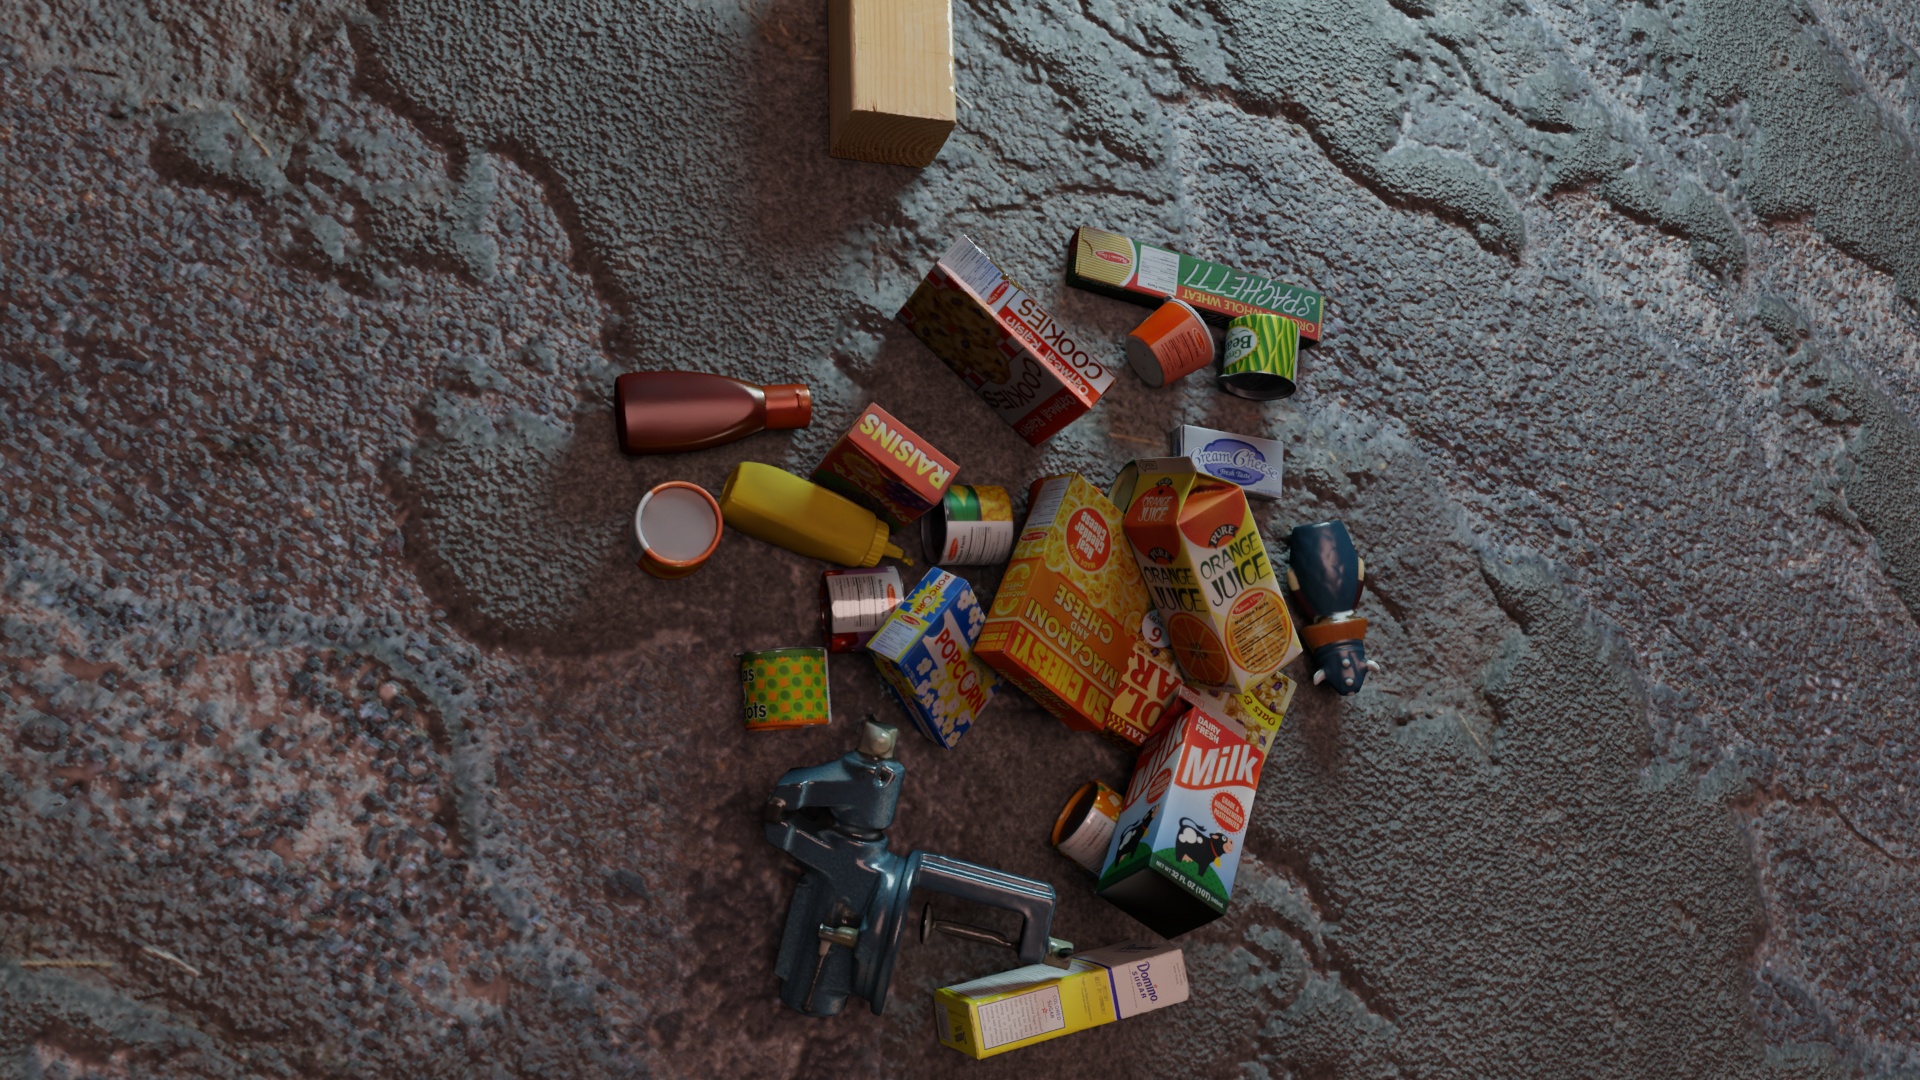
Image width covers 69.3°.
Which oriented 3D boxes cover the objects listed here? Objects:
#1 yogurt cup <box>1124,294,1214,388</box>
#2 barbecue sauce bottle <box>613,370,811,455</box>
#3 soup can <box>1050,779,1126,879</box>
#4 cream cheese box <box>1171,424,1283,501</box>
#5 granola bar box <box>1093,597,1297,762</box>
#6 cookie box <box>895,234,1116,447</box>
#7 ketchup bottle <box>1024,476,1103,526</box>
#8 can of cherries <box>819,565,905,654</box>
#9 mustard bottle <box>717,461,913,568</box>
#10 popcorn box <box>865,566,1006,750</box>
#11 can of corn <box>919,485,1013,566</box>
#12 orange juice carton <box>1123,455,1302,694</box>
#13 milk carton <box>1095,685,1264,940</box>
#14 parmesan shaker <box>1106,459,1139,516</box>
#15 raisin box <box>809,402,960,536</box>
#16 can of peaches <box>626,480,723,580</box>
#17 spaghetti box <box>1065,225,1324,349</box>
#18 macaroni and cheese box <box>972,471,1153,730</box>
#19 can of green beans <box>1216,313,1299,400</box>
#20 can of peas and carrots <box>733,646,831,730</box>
[{"bbox_3d":[0.182,-0.171,1.223,0.054,0.072,0.072,-34,91,-14],"label":"yogurt cup"},{"bbox_3d":[-0.193,-0.102,1.088,0.149,0.043,0.065,-5,80,-21],"label":"barbecue sauce bottle"},{"bbox_3d":[0.124,0.240,1.112,0.084,0.071,0.071,36,70,-8],"label":"soup can"},{"bbox_3d":[0.239,-0.068,1.240,0.104,0.024,0.053,8,75,-17],"label":"cream cheese box"},{"bbox_3d":[0.187,0.133,1.170,0.165,0.039,0.124,32,69,-10],"label":"granola bar box"},{"bbox_3d":[0.035,-0.159,1.136,0.167,0.122,0.040,43,70,-6],"label":"cookie box"},{"bbox_3d":[0.081,0.025,1.155,0.065,0.043,0.149,13,75,-23],"label":"ketchup bottle"},{"bbox_3d":[-0.077,0.055,1.081,0.058,0.071,0.071,-4,80,-14],"label":"can of cherries"},{"bbox_3d":[-0.109,-0.012,1.089,0.160,0.065,0.049,22,68,-20],"label":"mustard bottle"},{"bbox_3d":[-0.014,0.092,1.070,0.085,0.038,0.126,-49,141,-21],"label":"popcorn box"},{"bbox_3d":[0.004,-0.014,1.126,0.058,0.071,0.071,0,79,-20],"label":"can of corn"},{"bbox_3d":[0.195,0.020,1.113,0.073,0.071,0.192,-29,103,-26],"label":"orange juice carton"},{"bbox_3d":[0.176,0.201,1.073,0.072,0.073,0.191,35,48,-9],"label":"milk carton"},{"bbox_3d":[0.183,-0.022,1.185,0.103,0.071,0.071,22,72,-14],"label":"parmesan shaker"},{"bbox_3d":[-0.061,-0.053,1.080,0.086,0.123,0.040,38,69,-9],"label":"raisin box"},{"bbox_3d":[-0.214,-0.007,1.052,0.071,0.058,0.071,4,77,-18],"label":"can of peaches"},{"bbox_3d":[0.216,-0.228,1.265,0.250,0.028,0.050,12,75,-16],"label":"spaghetti box"},{"bbox_3d":[0.090,0.049,1.101,0.123,0.040,0.167,40,60,-30],"label":"macaroni and cheese box"},{"bbox_3d":[0.270,-0.165,1.250,0.071,0.071,0.058,12,74,-16],"label":"can of green beans"},{"bbox_3d":[-0.134,0.112,1.048,0.071,0.070,0.059,-2,80,-19],"label":"can of peas and carrots"}]
